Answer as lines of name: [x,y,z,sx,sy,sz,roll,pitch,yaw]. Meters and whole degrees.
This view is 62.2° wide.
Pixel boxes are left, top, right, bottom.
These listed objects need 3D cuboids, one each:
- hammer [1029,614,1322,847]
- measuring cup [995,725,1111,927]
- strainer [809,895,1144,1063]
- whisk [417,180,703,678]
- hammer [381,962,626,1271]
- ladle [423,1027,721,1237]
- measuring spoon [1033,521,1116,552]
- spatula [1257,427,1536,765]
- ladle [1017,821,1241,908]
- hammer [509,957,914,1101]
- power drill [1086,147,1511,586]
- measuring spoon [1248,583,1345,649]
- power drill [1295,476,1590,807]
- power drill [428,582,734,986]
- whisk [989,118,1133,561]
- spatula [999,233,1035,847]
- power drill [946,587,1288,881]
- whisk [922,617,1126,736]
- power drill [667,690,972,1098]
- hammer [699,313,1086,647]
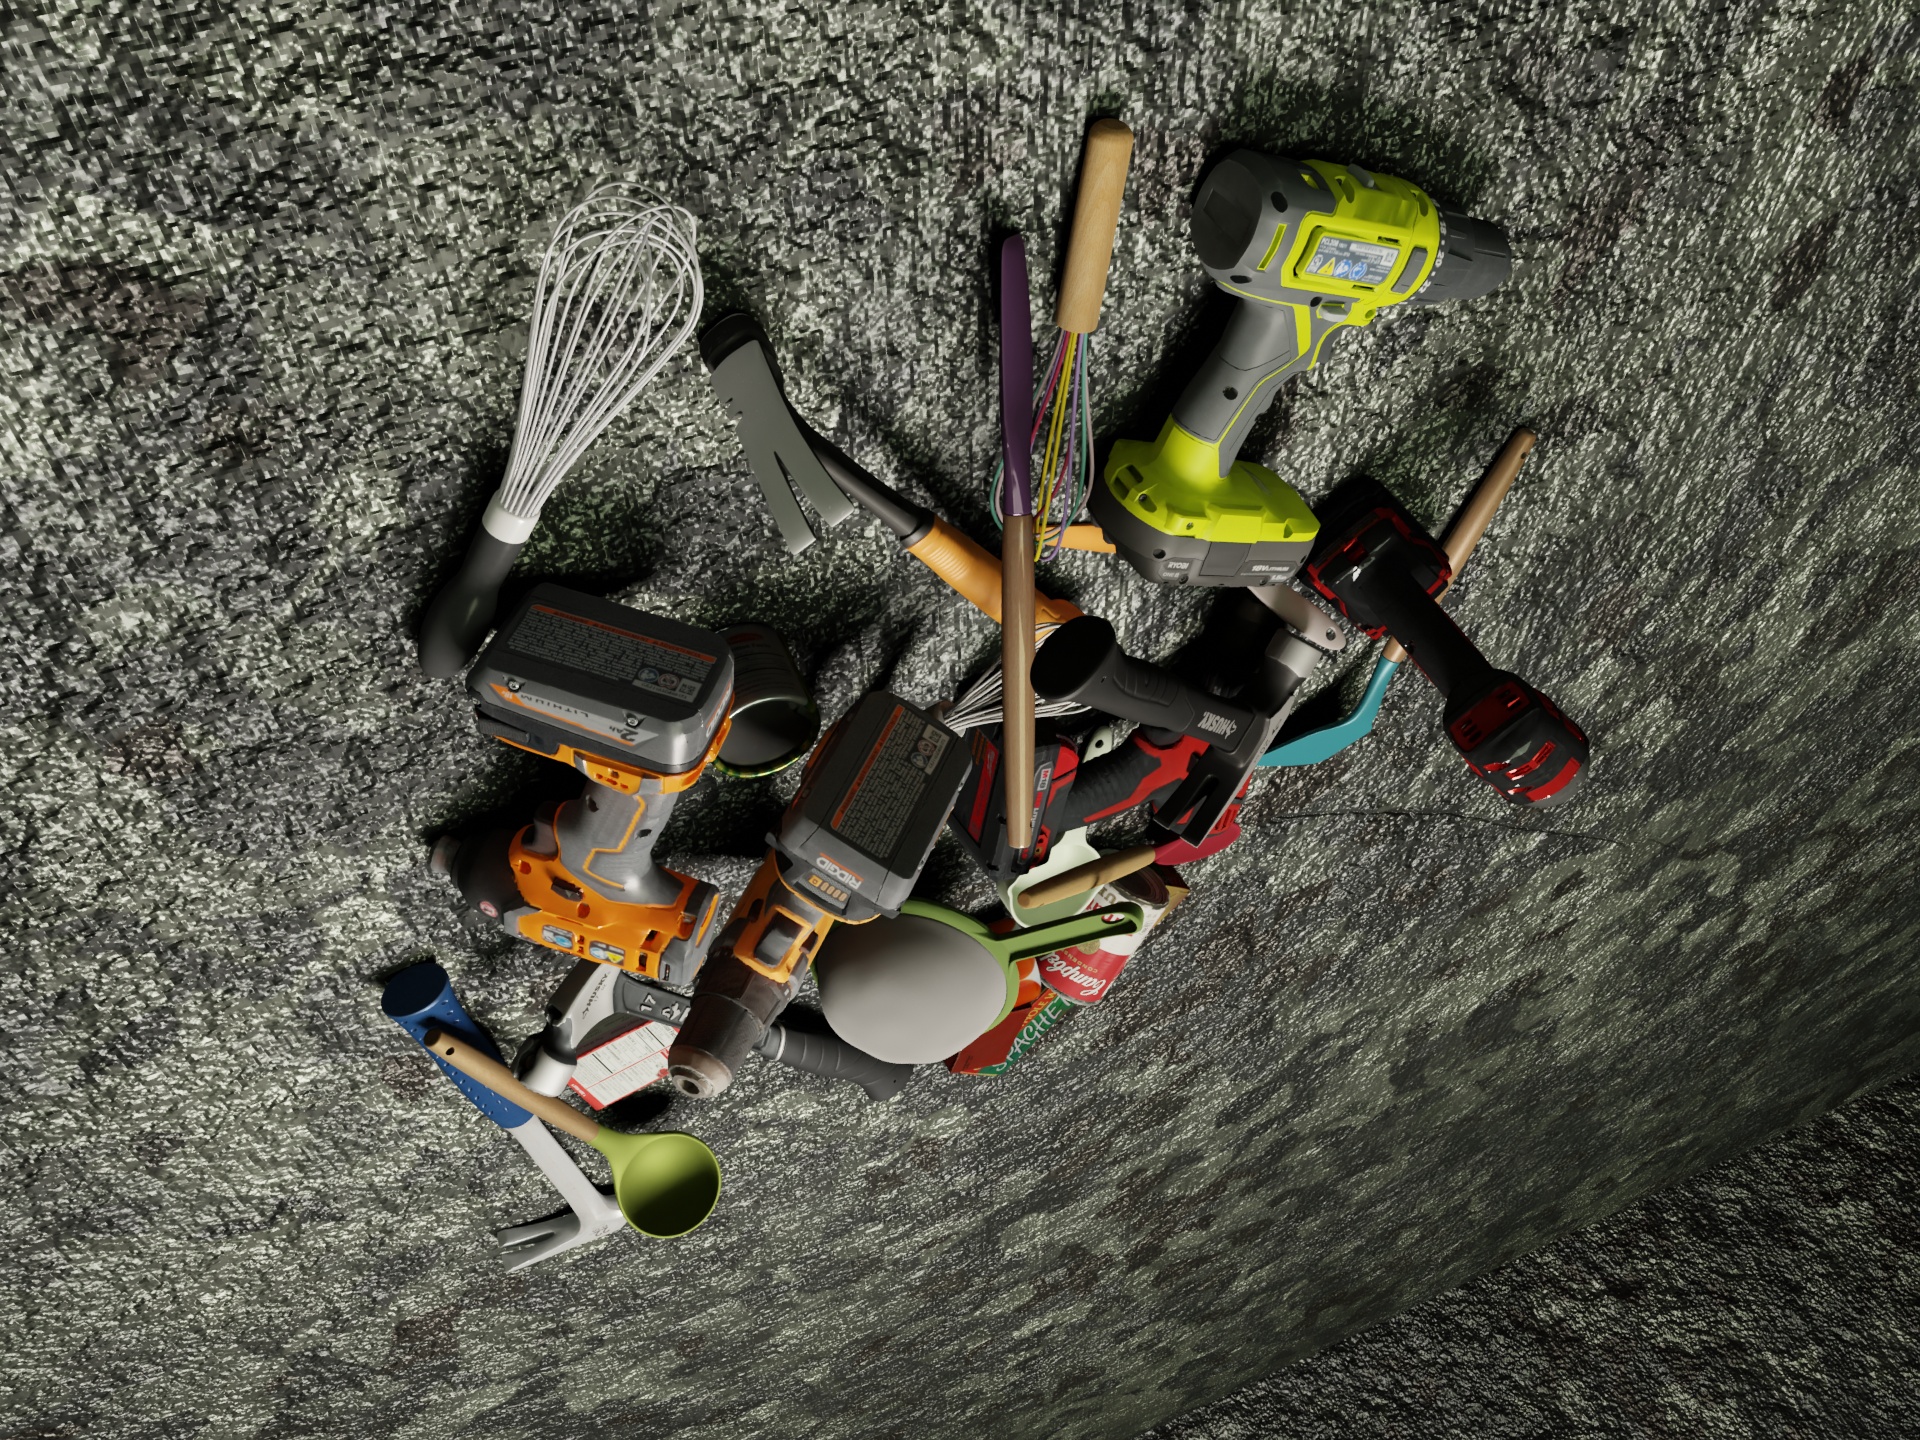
hammer: [0.114,-0.004,0.875,0.146,0.035,0.334,-60,155,8]
measuring cup: [0.072,0.071,1.130,0.083,0.038,0.167,0,118,-30]
strainer: [0.006,0.179,1.072,0.256,0.069,0.151,-19,124,28]
whisk: [-0.189,-0.115,0.713,0.070,0.070,0.284,6,136,-38]
hammer: [-0.315,0.287,1.122,0.144,0.035,0.405,-23,143,-9]
ladle: [-0.258,0.278,1.078,0.078,0.062,0.319,-49,144,-12]
measuring spoon: [0.079,-0.105,0.935,0.116,0.011,0.021,-1,135,-33]
spatula: [0.308,-0.072,1.120,0.082,0.044,0.317,0,130,-33]
ladle: [0.118,0.099,1.112,0.069,0.031,0.315,-35,167,28]
hammer: [-0.141,0.220,1.134,0.149,0.036,0.408,-59,147,-3]
power drill: [0.180,-0.185,0.856,0.190,0.080,0.228,-2,133,-32]
measuring spoon: [0.203,-0.079,1.000,0.124,0.018,0.034,32,79,-24]
power drill: [0.305,-0.039,0.988,0.078,0.220,0.143,-42,142,18]
power drill: [-0.204,0.041,0.839,0.164,0.084,0.226,17,134,2]
whisk: [0.053,-0.184,0.807,0.047,0.051,0.244,-46,155,-42]
spatula: [0.029,-0.081,0.803,0.018,0.060,0.315,4,111,15]
power drill: [0.110,0.005,1.031,0.226,0.080,0.187,-9,129,-29]
whisk: [-0.001,-0.003,0.912,0.059,0.058,0.246,37,139,-27]
power drill: [-0.092,0.107,0.911,0.084,0.185,0.226,32,139,-5]
hammer: [-0.007,-0.086,0.829,0.034,0.127,0.336,-36,149,16]
